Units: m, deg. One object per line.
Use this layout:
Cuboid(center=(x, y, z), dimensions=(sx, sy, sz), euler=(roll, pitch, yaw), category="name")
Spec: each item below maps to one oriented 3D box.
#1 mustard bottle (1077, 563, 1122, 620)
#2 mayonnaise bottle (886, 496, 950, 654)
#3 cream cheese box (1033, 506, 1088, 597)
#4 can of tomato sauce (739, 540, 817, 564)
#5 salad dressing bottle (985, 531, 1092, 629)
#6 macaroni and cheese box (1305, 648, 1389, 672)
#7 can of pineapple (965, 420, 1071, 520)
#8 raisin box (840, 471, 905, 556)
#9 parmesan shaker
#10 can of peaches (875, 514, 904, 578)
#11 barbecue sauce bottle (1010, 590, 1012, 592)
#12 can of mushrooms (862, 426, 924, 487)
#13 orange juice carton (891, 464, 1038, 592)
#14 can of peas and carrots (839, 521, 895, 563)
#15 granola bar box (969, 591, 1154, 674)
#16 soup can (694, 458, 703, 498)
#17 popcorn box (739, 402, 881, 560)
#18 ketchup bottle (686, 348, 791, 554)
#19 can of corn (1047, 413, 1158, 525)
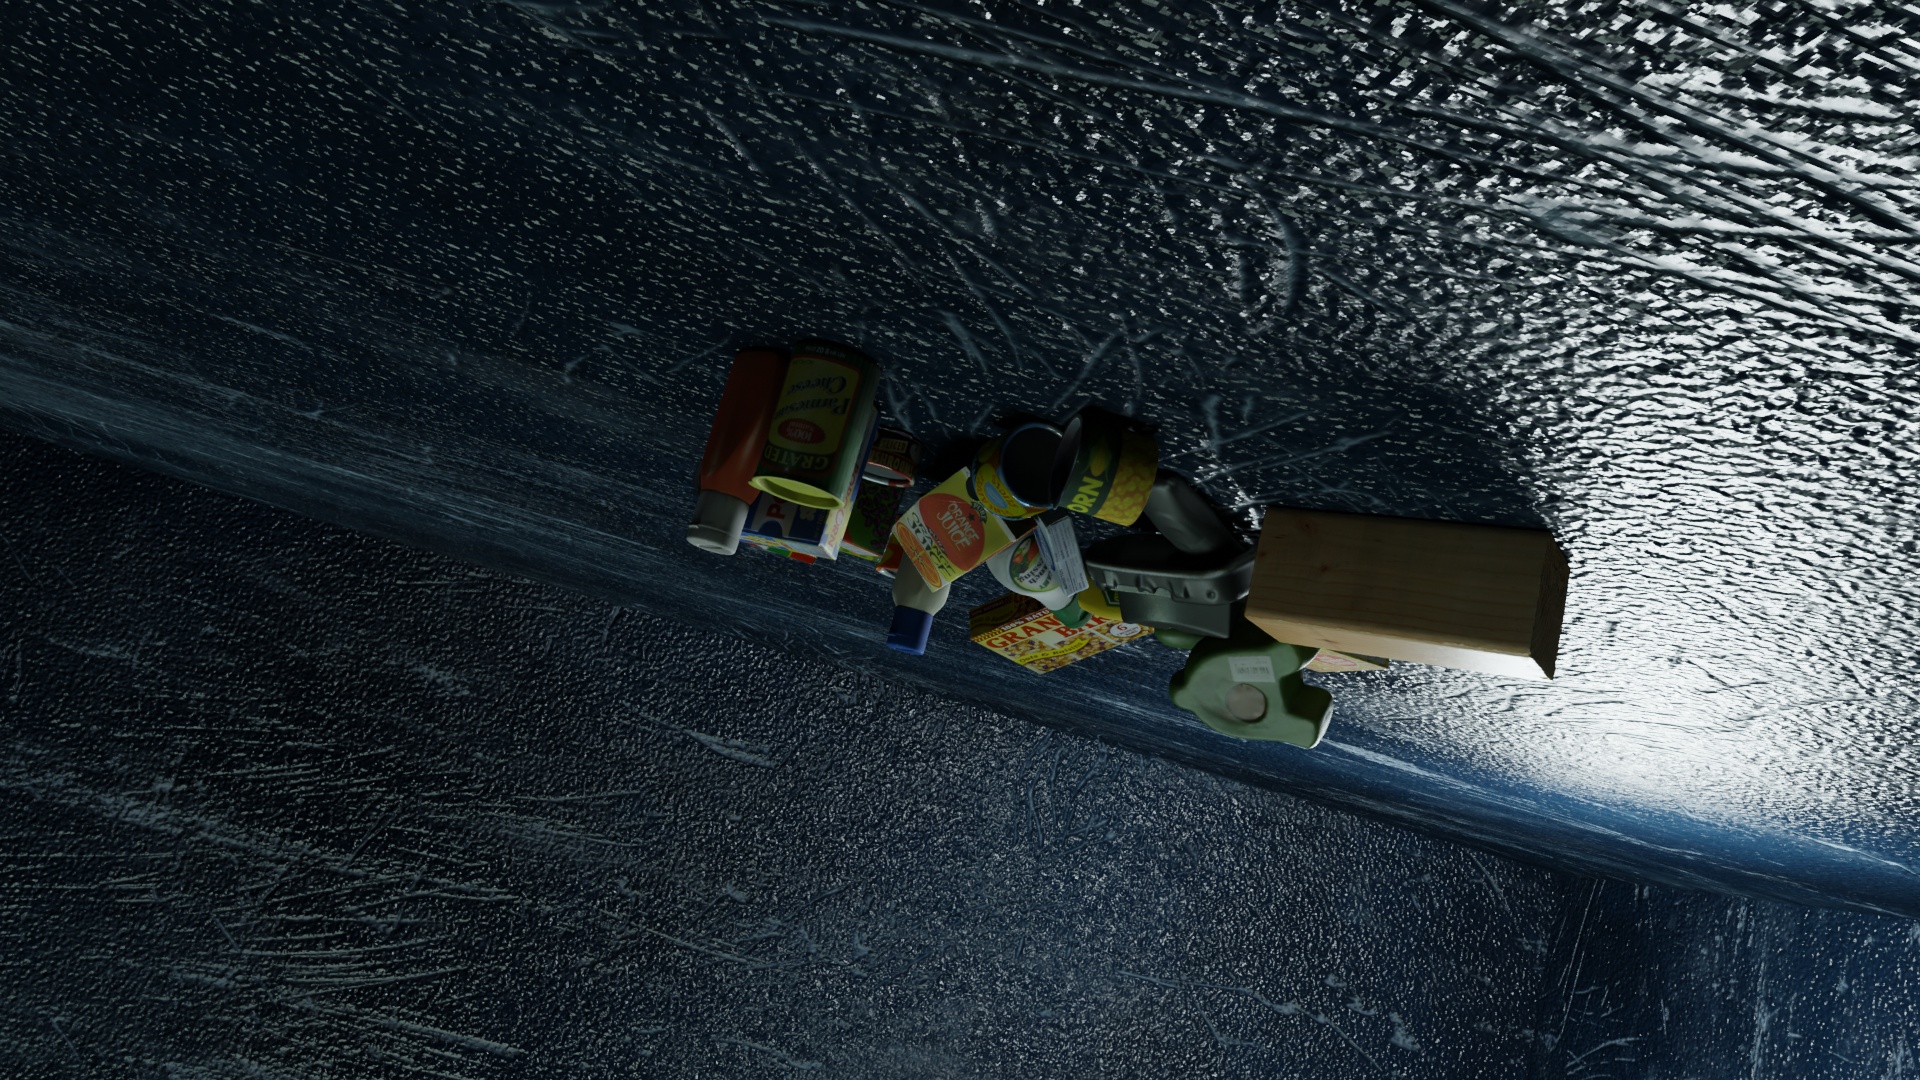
Cuboid(center=(0.193, 0.047, 1.314), dimensions=(0.160, 0.065, 0.048), euler=(5, 170, 15), category="mustard bottle")
Cuboid(center=(-0.033, 0.032, 1.301), dimensions=(0.041, 0.148, 0.064), euler=(24, 165, -35), category="mayonnaise bottle")
Cuboid(center=(0.079, -0.003, 1.162), dimensions=(0.053, 0.024, 0.103), euler=(59, 174, 39), category="cream cheese box")
Cuboid(center=(-0.185, -0.018, 1.463), dimensions=(0.083, 0.071, 0.071), euler=(18, 168, -11), category="can of tomato sauce")
Cuboid(center=(0.078, 0.034, 1.334), dimensions=(0.044, 0.064, 0.147), euler=(27, 167, 49), category="salad dressing bottle")
Cuboid(center=(0.327, 0.091, 1.393), dimensions=(0.166, 0.040, 0.123), euler=(18, 168, -16), category="macaroni and cheese box")
Cuboid(center=(0.046, -0.050, 1.019), dimensions=(0.071, 0.071, 0.057), euler=(19, 166, -16), category="can of pineapple")
Cuboid(center=(-0.111, -0.046, 1.190), dimensions=(0.123, 0.086, 0.040), euler=(24, 169, -38), category="raisin box")
Cuboid(center=(-0.103, -0.081, 0.975), dimensions=(0.071, 0.103, 0.071), euler=(14, 167, 3), category="parmesan shaker")
Cuboid(center=(-0.049, 0.011, 1.447), dimensions=(0.071, 0.058, 0.071), euler=(15, 168, 3), category="can of peaches")
Cuboid(center=(0.130, 0.071, 1.538), dimensions=(0.148, 0.044, 0.064), euler=(22, 157, -31), category="barbecue sauce bottle")
Cuboid(center=(-0.065, -0.070, 1.150), dimensions=(0.071, 0.033, 0.071), euler=(15, 168, 3), category="can of mushrooms")
Cuboid(center=(0.004, -0.015, 1.162), dimensions=(0.072, 0.073, 0.192), euler=(57, 165, 1), category="orange juice carton")
Cuboid(center=(-0.097, -0.017, 1.354), dimensions=(0.059, 0.071, 0.071), euler=(18, 168, -9), category="can of peas and carrots")
Cuboid(center=(0.110, 0.083, 1.473), dimensions=(0.165, 0.039, 0.124), euler=(-25, 142, 34), category="granola bar box")
Cuboid(center=(-0.211, -0.049, 1.355), dimensions=(0.071, 0.071, 0.083), euler=(12, 168, 14), category="soup can")
Cuboid(center=(-0.120, -0.055, 1.063), dimensions=(0.085, 0.127, 0.038), euler=(10, 163, 20), category="popcorn box")
Cuboid(center=(-0.160, -0.065, 1.011), dimensions=(0.043, 0.149, 0.064), euler=(27, 163, -39), category="ketchup bottle")
Cuboid(center=(0.099, -0.046, 0.965), dimensions=(0.058, 0.071, 0.071), euler=(16, 168, -9), category="can of corn")
